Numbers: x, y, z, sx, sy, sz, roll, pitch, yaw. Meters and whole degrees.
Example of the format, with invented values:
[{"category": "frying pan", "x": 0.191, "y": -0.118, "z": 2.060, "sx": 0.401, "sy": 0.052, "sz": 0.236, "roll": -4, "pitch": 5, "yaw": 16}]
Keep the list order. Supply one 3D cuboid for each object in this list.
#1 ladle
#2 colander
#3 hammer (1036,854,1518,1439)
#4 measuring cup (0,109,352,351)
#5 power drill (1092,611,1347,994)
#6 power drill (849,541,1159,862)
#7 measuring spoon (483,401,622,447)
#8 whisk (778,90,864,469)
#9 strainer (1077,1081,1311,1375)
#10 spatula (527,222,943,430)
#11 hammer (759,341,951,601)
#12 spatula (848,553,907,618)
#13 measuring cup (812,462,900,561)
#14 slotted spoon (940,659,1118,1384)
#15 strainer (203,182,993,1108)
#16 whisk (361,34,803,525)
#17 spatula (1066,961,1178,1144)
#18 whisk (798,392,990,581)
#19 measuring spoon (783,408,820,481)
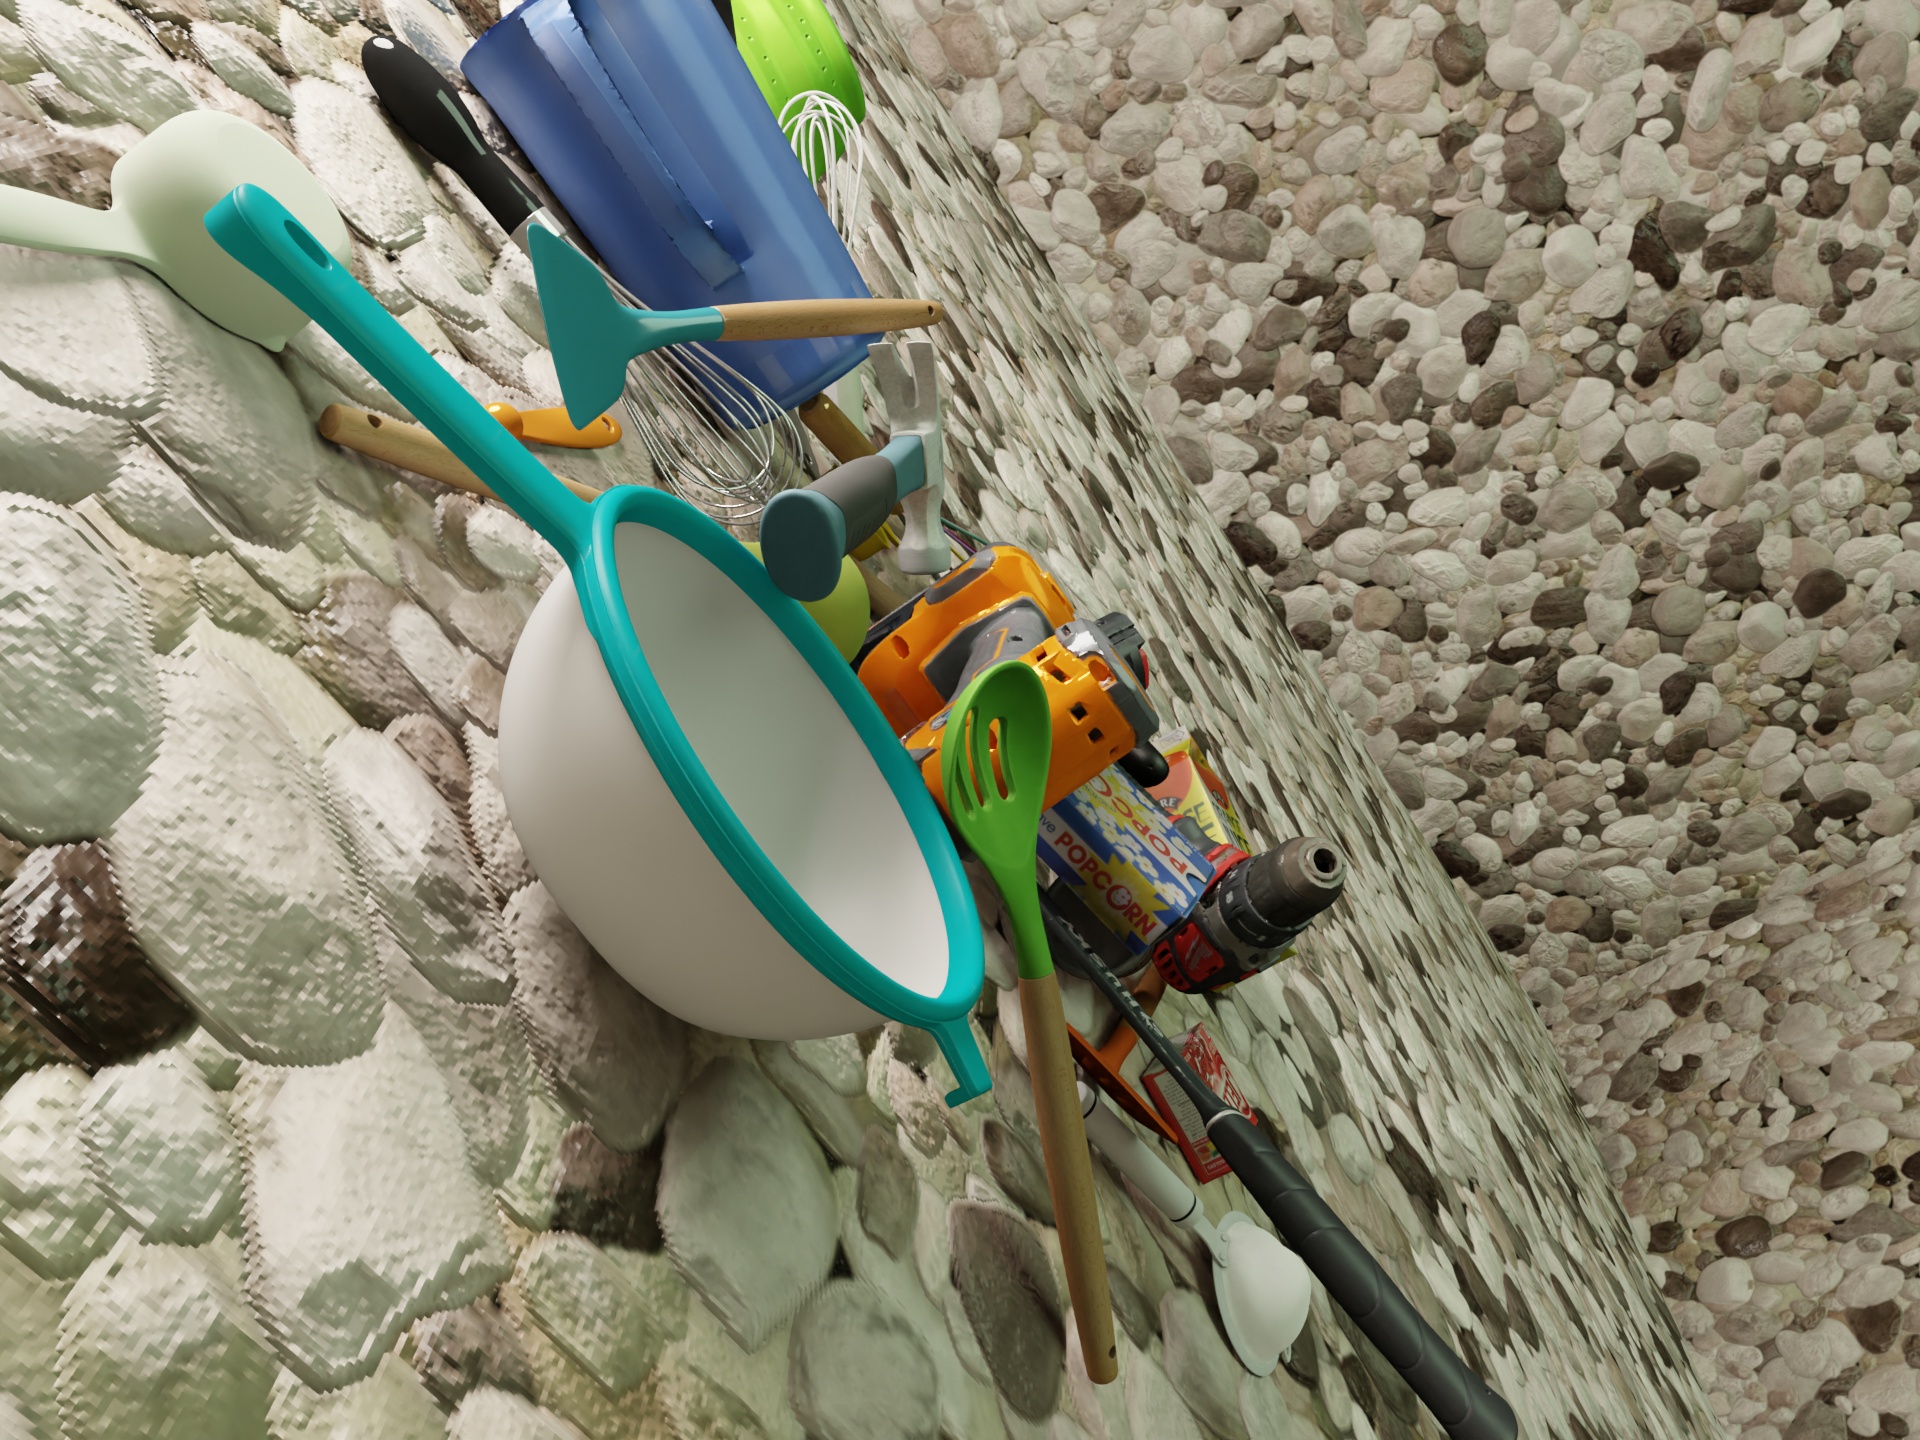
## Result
[{"category": "ladle", "x": -0.142, "y": -0.075, "z": 0.685, "sx": 0.320, "sy": 0.062, "sz": 0.078, "roll": 15, "pitch": 48, "yaw": -57}, {"category": "colander", "x": -0.122, "y": -0.440, "z": 1.007, "sx": 0.204, "sy": 0.094, "sz": 0.397, "roll": 59, "pitch": -4, "yaw": -3}, {"category": "hammer", "x": 0.121, "y": 0.187, "z": 0.793, "sx": 0.409, "sy": 0.036, "sz": 0.149, "roll": 49, "pitch": 13, "yaw": 22}, {"category": "measuring cup", "x": -0.254, "y": -0.163, "z": 0.501, "sx": 0.083, "sy": 0.038, "sz": 0.167, "roll": 58, "pitch": 15, "yaw": -3}, {"category": "power drill", "x": 0.123, "y": 0.049, "z": 0.947, "sx": 0.227, "sy": 0.080, "sz": 0.187, "roll": 54, "pitch": -27, "yaw": 10}, {"category": "power drill", "x": -0.001, "y": -0.002, "z": 0.781, "sx": 0.084, "sy": 0.164, "sz": 0.227, "roll": 53, "pitch": 6, "yaw": -18}, {"category": "measuring spoon", "x": -0.177, "y": -0.133, "z": 0.709, "sx": 0.021, "sy": 0.011, "sz": 0.117, "roll": 59, "pitch": 17, "yaw": -1}, {"category": "whisk", "x": -0.080, "y": -0.265, "z": 0.996, "sx": 0.059, "sy": 0.058, "sz": 0.246, "roll": -10, "pitch": 101, "yaw": -31}, {"category": "strainer", "x": 0.125, "y": 0.265, "z": 0.845, "sx": 0.258, "sy": 0.050, "sz": 0.087, "roll": 48, "pitch": 34, "yaw": -23}, {"category": "spatula", "x": -0.093, "y": -0.192, "z": 0.765, "sx": 0.317, "sy": 0.044, "sz": 0.082, "roll": -24, "pitch": 105, "yaw": -53}, {"category": "hammer", "x": -0.040, "y": -0.106, "z": 0.736, "sx": 0.331, "sy": 0.033, "sz": 0.128, "roll": -67, "pitch": 154, "yaw": -73}, {"category": "spatula", "x": -0.003, "y": -0.038, "z": 1.020, "sx": 0.315, "sy": 0.018, "sz": 0.060, "roll": 39, "pitch": 25, "yaw": -51}, {"category": "measuring cup", "x": -0.062, "y": -0.118, "z": 0.995, "sx": 0.062, "sy": 0.029, "sz": 0.156, "roll": 57, "pitch": 5, "yaw": 6}, {"category": "slotted spoon", "x": 0.034, "y": 0.130, "z": 0.660, "sx": 0.070, "sy": 0.031, "sz": 0.313, "roll": -20, "pitch": 103, "yaw": -50}, {"category": "strainer", "x": -0.124, "y": -0.009, "z": 0.512, "sx": 0.340, "sy": 0.095, "sz": 0.211, "roll": 48, "pitch": 15, "yaw": -31}, {"category": "whisk", "x": -0.179, "y": -0.206, "z": 0.762, "sx": 0.284, "sy": 0.070, "sz": 0.070, "roll": 49, "pitch": 20, "yaw": -15}, {"category": "spatula", "x": 0.107, "y": 0.174, "z": 0.934, "sx": 0.081, "sy": 0.041, "sz": 0.322, "roll": 46, "pitch": 15, "yaw": 6}, {"category": "whisk", "x": -0.023, "y": -0.124, "z": 0.989, "sx": 0.244, "sy": 0.051, "sz": 0.047, "roll": 43, "pitch": 21, "yaw": -49}, {"category": "measuring spoon", "x": -0.119, "y": -0.203, "z": 0.988, "sx": 0.124, "sy": 0.018, "sz": 0.034, "roll": 65, "pitch": 17, "yaw": -3}]
